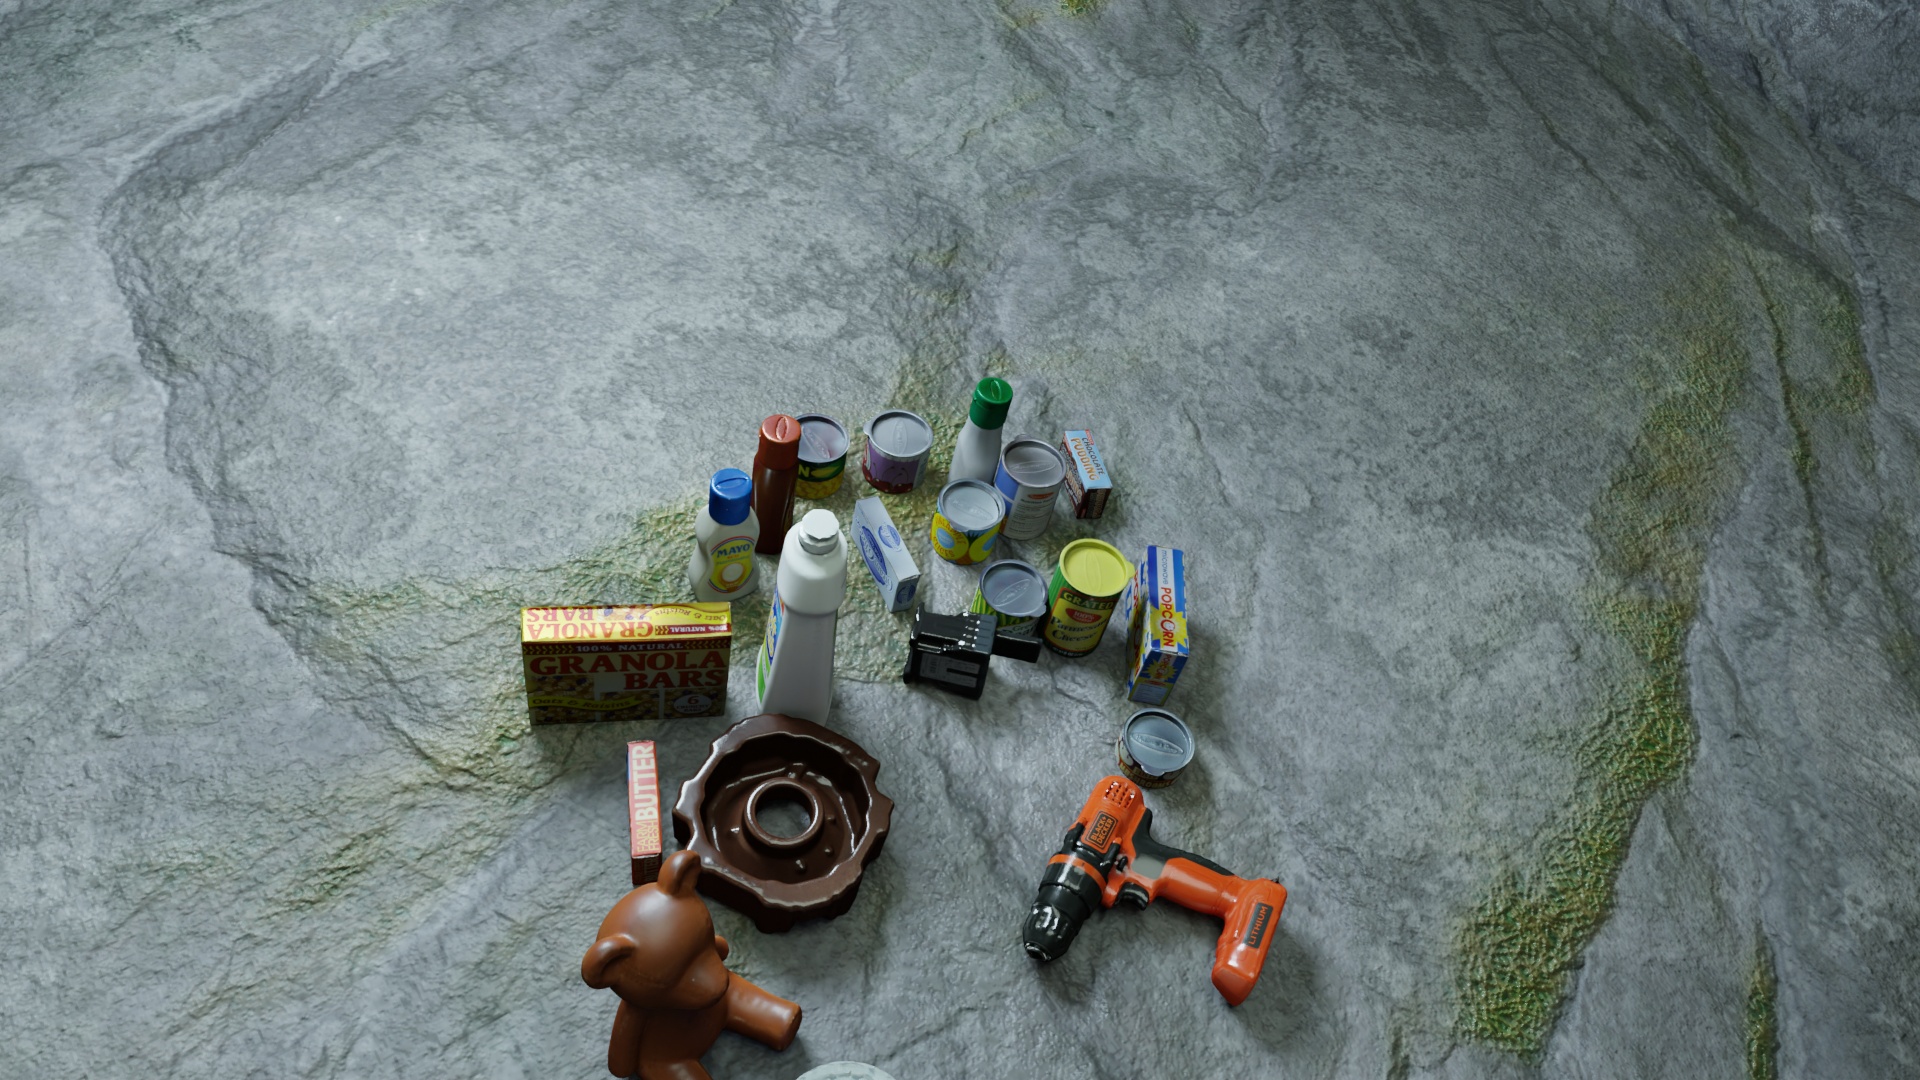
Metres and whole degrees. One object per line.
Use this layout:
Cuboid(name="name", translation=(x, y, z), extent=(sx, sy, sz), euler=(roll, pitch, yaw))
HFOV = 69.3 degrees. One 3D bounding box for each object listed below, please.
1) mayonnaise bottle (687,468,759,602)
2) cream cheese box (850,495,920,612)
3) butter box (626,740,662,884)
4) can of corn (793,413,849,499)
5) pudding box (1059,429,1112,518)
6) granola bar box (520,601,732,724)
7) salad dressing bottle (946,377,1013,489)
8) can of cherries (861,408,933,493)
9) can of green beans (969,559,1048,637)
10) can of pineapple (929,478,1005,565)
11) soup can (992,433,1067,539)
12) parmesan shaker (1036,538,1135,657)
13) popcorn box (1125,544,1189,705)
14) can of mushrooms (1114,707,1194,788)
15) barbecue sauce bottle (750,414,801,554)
Cuboid(name="mayonnaise bottle", translation=(-0.210, -0.003, 1.246), extent=(0.065, 0.147, 0.041), euler=(-13, 55, -23))
Cuboid(name="cream cheese box", translation=(-0.072, 0.013, 1.327), extent=(0.024, 0.053, 0.104), euler=(-15, 56, -23))
Cuboid(name="butter box", translation=(-0.254, 0.218, 1.114), extent=(0.024, 0.052, 0.104), euler=(-2, 52, -15))
Cuboid(name="can of corn", translation=(-0.149, -0.083, 1.385), extent=(0.071, 0.058, 0.071), euler=(7, 50, -8))
Cuboid(name="pudding box", translation=(0.128, -0.070, 1.444), extent=(0.030, 0.049, 0.084), euler=(-4, 52, -16))
Cuboid(name="granola bar box", translation=(-0.277, 0.103, 1.158), extent=(0.166, 0.123, 0.039), euler=(-1, 51, -14))
Cuboid(name="salad dressing bottle", translation=(0.020, -0.098, 1.378), extent=(0.044, 0.146, 0.064), euler=(1, 51, -13))
Cuboid(name="can of cherries", translation=(-0.067, -0.091, 1.411), extent=(0.071, 0.058, 0.072), euler=(7, 50, -8))
Cuboid(name="can of green beans", translation=(0.045, 0.061, 1.311), extent=(0.071, 0.057, 0.071), euler=(7, 50, -8))
Cuboid(name="can of pineapple", translation=(0.005, -0.017, 1.367), extent=(0.071, 0.057, 0.071), euler=(7, 50, -8))
Cuboid(name="soup can", translation=(0.065, -0.053, 1.393), extent=(0.071, 0.083, 0.072), euler=(7, 50, -8))
Cuboid(name="parmesan shaker", translation=(0.116, 0.056, 1.302), extent=(0.071, 0.102, 0.072), euler=(7, 50, -8))
Cuboid(name="popcorn box", translation=(0.184, 0.079, 1.311), extent=(0.038, 0.084, 0.127), euler=(9, 50, -5))
Cuboid(name="can of mushrooms", translation=(0.174, 0.189, 1.251), extent=(0.071, 0.033, 0.071), euler=(7, 50, -8))
Cuboid(name="barbecue sauce bottle", translation=(-0.174, -0.055, 1.297), extent=(0.044, 0.147, 0.065), euler=(8, 50, -7))
